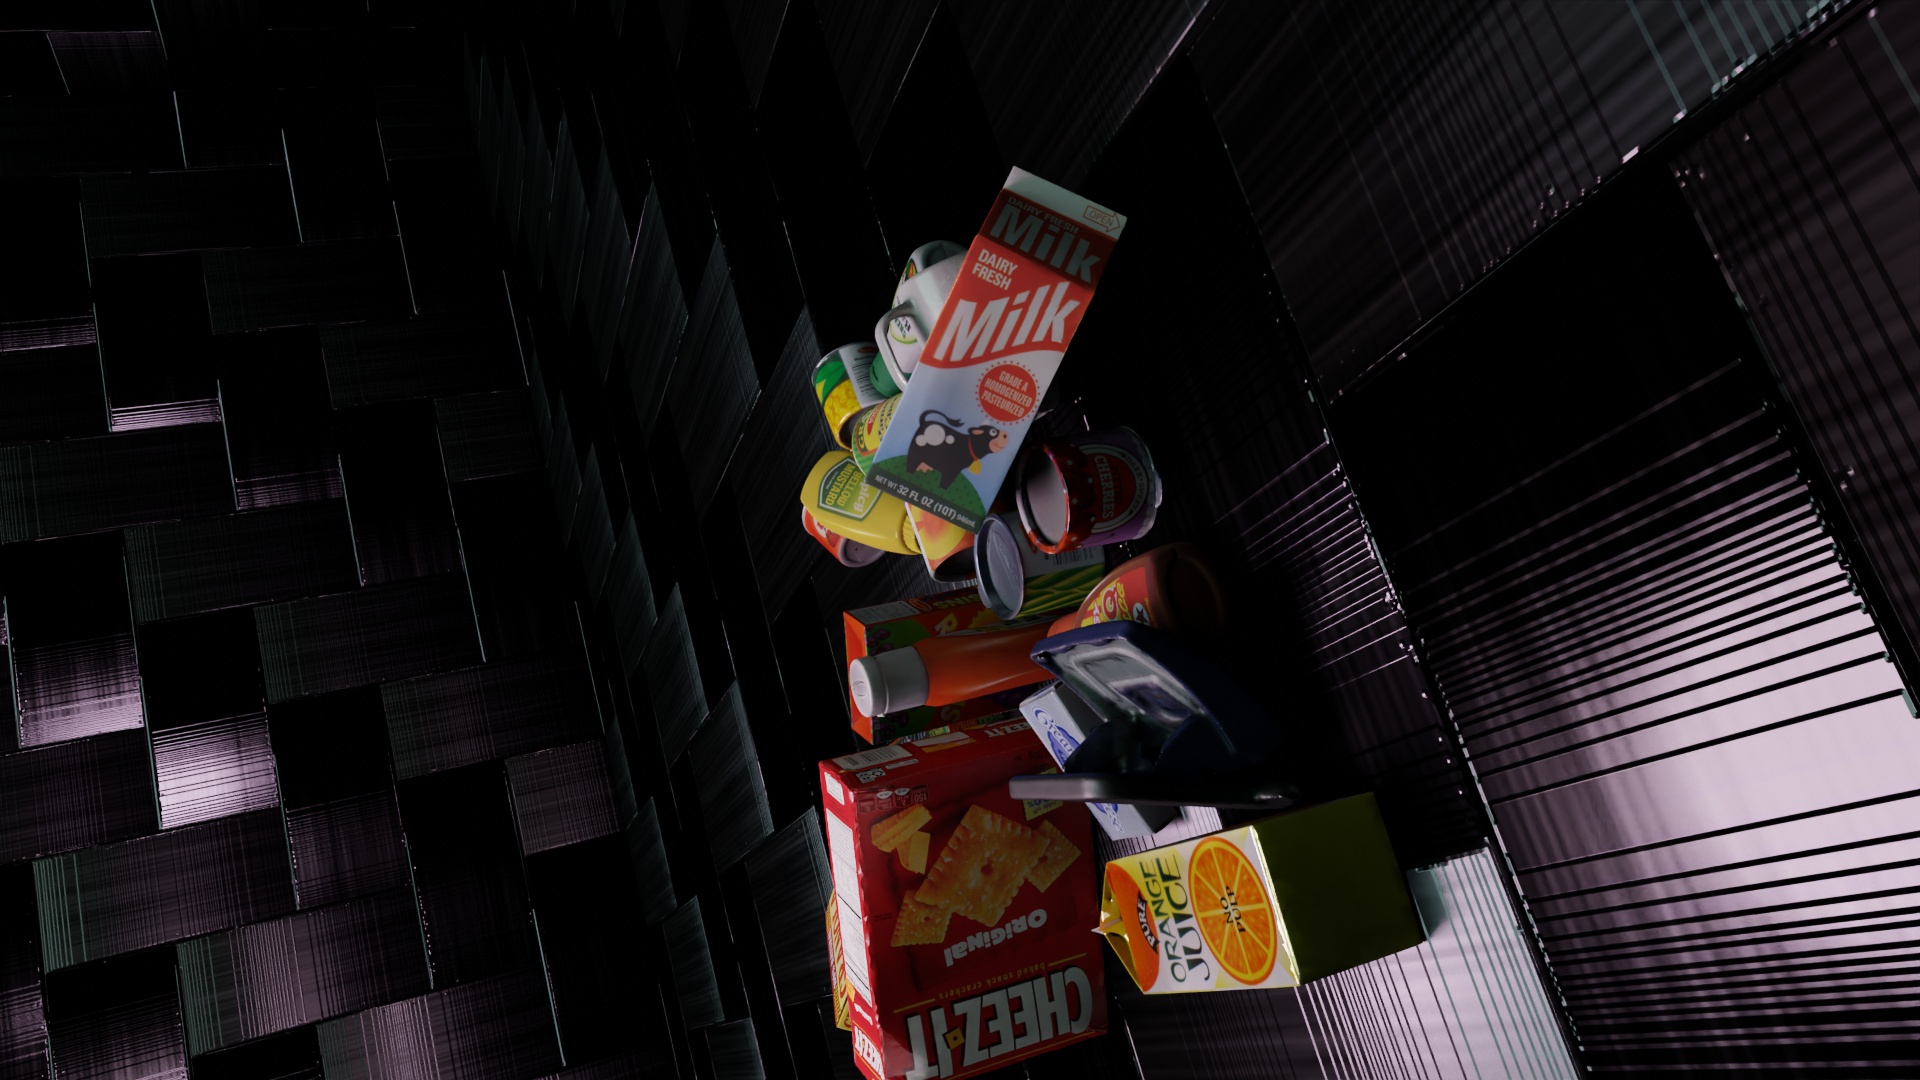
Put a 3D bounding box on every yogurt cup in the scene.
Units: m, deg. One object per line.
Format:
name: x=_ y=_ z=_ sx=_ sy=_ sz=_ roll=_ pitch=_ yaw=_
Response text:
yogurt cup: x=-0.090 y=-0.015 z=1.154 sx=0.054 sy=0.072 sz=0.072 roll=49 pitch=143 yaw=37

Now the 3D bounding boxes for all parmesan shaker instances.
parmesan shaker: x=-0.028 y=-0.078 z=0.988 sx=0.103 sy=0.071 sz=0.071 roll=-13 pitch=87 yaw=66

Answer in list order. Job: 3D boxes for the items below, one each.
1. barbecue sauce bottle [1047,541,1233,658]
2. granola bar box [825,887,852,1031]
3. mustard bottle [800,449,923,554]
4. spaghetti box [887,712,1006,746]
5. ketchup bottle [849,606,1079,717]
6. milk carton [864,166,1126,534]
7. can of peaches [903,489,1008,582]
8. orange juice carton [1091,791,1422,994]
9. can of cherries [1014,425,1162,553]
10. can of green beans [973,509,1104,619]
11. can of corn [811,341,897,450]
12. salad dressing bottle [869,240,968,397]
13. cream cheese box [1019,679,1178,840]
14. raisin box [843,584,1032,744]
barbecue sauce bottle: x=0.095 y=0.047 z=0.781 sx=0.148 sy=0.044 sz=0.065 roll=-33 pitch=76 yaw=65
granola bar box: x=-0.074 y=0.310 z=1.164 sx=0.166 sy=0.039 sz=0.124 roll=-117 pitch=46 yaw=-71
mustard bottle: x=-0.054 y=-0.023 z=1.063 sx=0.160 sy=0.048 sz=0.065 roll=22 pitch=79 yaw=41
spaghetti box: x=-0.029 y=0.167 z=1.103 sx=0.249 sy=0.050 sz=0.029 roll=-45 pitch=60 yaw=62
ketchup bottle: x=0.007 y=0.076 z=0.861 sx=0.064 sy=0.149 sz=0.043 roll=-17 pitch=85 yaw=66
milk carton: x=0.020 y=-0.107 z=0.778 sx=0.073 sy=0.072 sz=0.190 roll=-69 pitch=4 yaw=-78
can of peaches: x=0.003 y=-0.012 z=0.941 sx=0.071 sy=0.071 sz=0.058 roll=121 pitch=134 yaw=-56
orange juice carton: x=0.137 y=0.184 z=0.704 sx=0.192 sy=0.072 sz=0.073 roll=137 pitch=120 yaw=-62
can of cherries: x=0.072 y=-0.029 z=0.786 sx=0.071 sy=0.058 sz=0.071 roll=171 pitch=89 yaw=-67
can of green beans: x=0.048 y=0.011 z=0.855 sx=0.071 sy=0.058 sz=0.071 roll=171 pitch=89 yaw=-66
can of corn: x=-0.076 y=-0.110 z=1.079 sx=0.070 sy=0.071 sz=0.058 roll=115 pitch=138 yaw=-52
salad dressing bottle: x=-0.029 y=-0.152 z=0.984 sx=0.147 sy=0.044 sz=0.064 roll=126 pitch=131 yaw=-59
cream cheese box: x=0.081 y=0.130 z=0.827 sx=0.104 sy=0.024 sz=0.053 roll=55 pitch=153 yaw=3
raisin box: x=-0.014 y=0.081 z=0.941 sx=0.040 sy=0.124 sz=0.086 roll=24 pitch=121 yaw=61
